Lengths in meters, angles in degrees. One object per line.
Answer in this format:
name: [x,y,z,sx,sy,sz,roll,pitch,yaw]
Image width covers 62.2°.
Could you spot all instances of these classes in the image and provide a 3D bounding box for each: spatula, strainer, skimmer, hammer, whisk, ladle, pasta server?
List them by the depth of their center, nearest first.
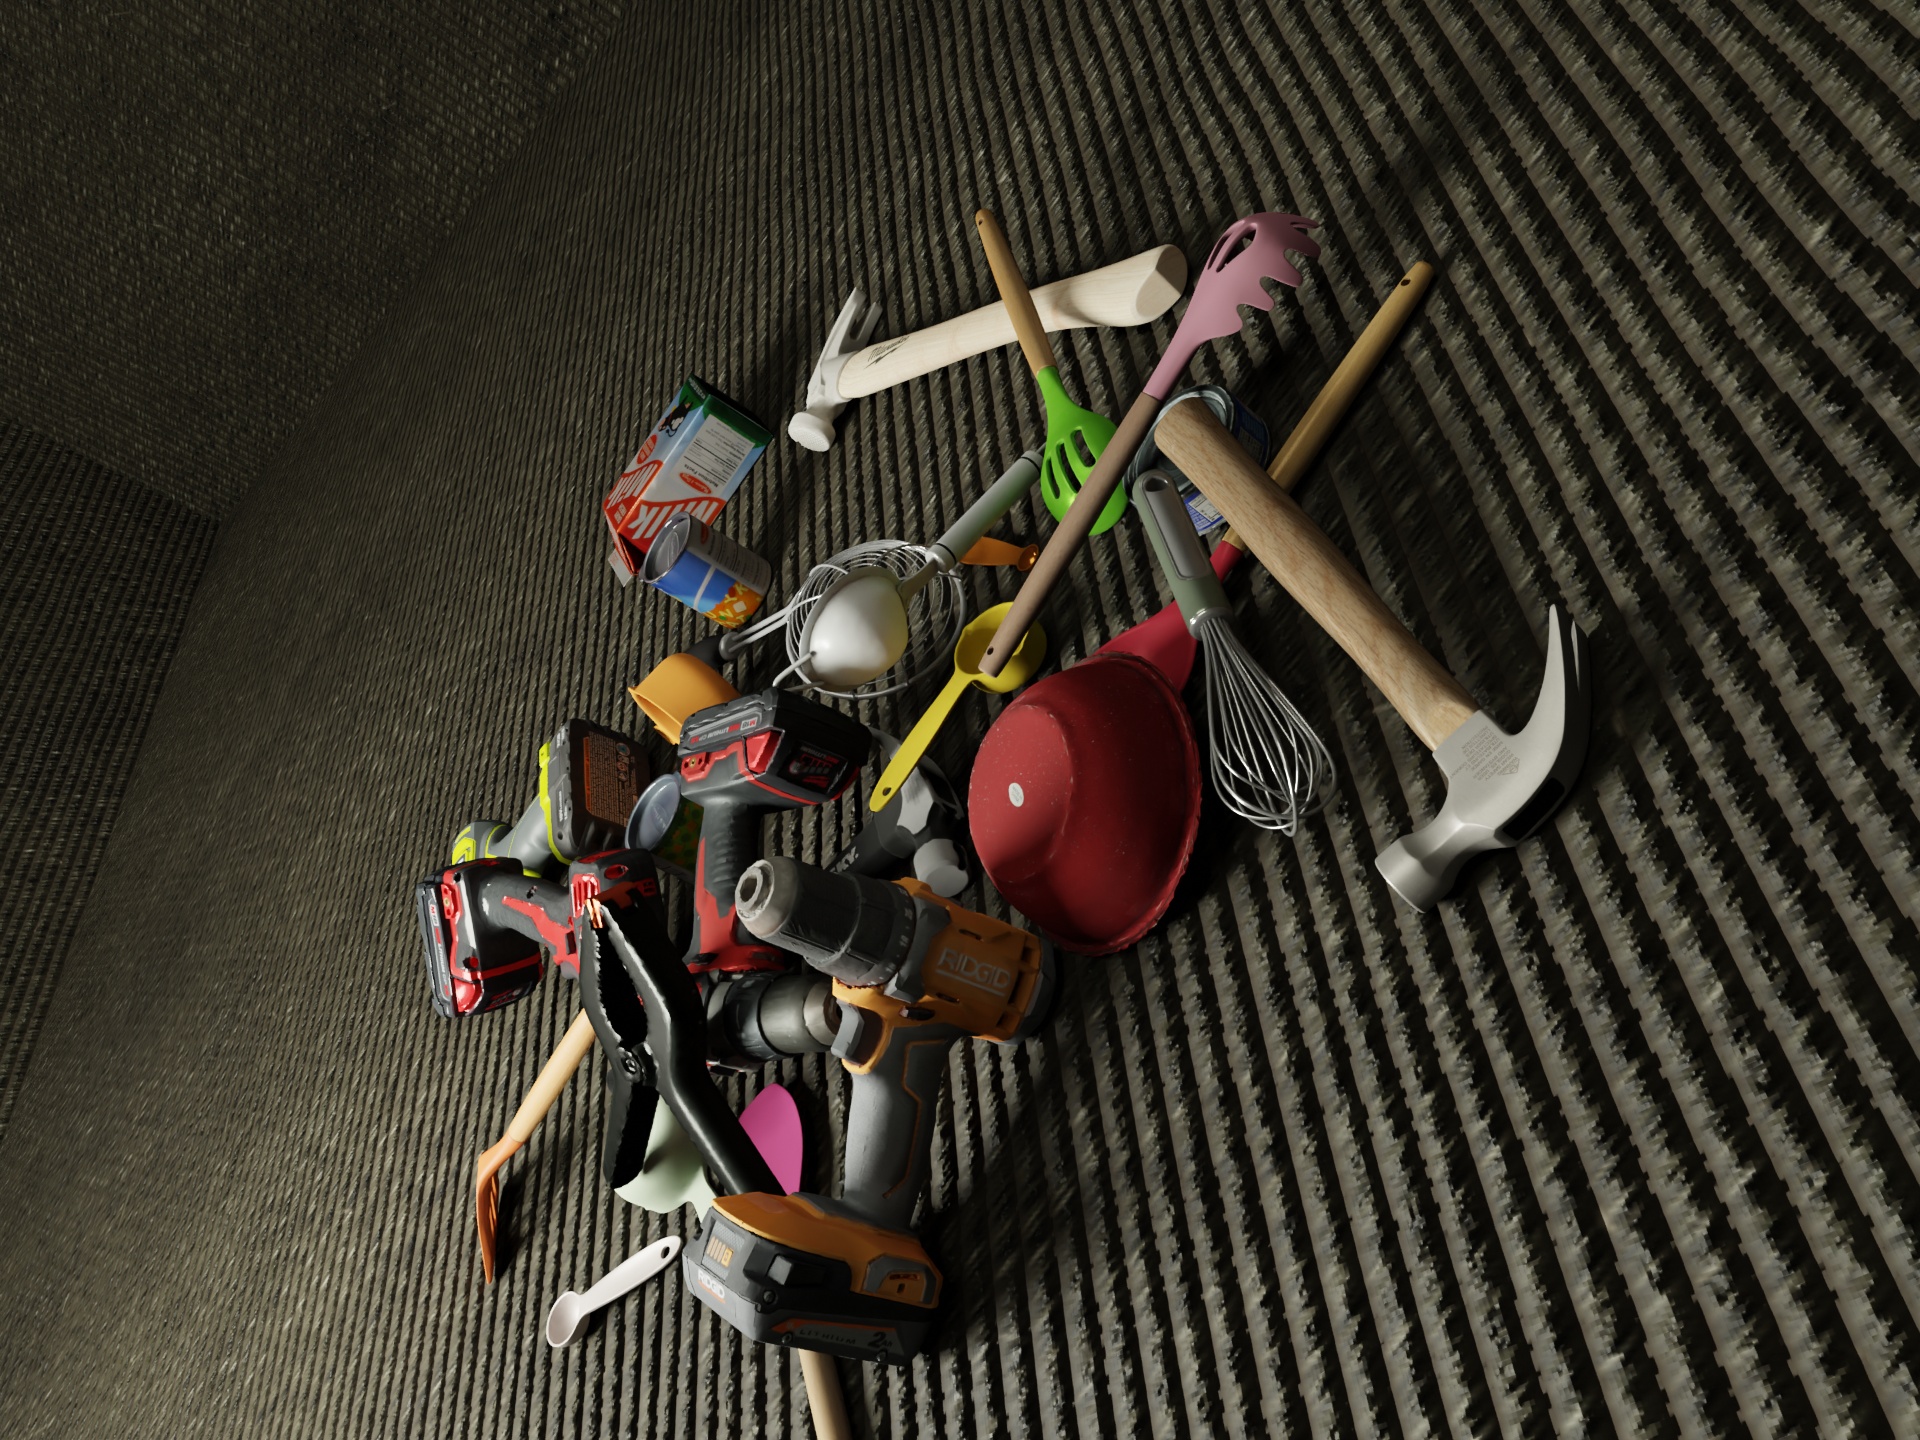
hammer: [0.181,-0.066,0.770,0.130,0.031,0.332,-45,43,16]
whisk: [0.130,-0.044,0.810,0.058,0.059,0.247,-14,51,-2]
ladle: [0.162,-0.117,0.869,0.315,0.031,0.069,-55,43,3]
pasta server: [0.102,-0.158,0.918,0.316,0.040,0.060,-59,34,8]
strainer: [-0.017,-0.098,1.013,0.050,0.086,0.258,26,62,34]
hammer: [-0.123,0.144,1.032,0.334,0.035,0.146,-44,37,22]
spatula: [-0.279,0.265,1.069,0.322,0.041,0.081,-54,31,33]
skimmer: [-0.125,-0.051,1.188,0.363,0.090,0.127,-17,44,59]
hammer: [0.014,-0.299,1.193,0.411,0.038,0.146,-1,63,52]

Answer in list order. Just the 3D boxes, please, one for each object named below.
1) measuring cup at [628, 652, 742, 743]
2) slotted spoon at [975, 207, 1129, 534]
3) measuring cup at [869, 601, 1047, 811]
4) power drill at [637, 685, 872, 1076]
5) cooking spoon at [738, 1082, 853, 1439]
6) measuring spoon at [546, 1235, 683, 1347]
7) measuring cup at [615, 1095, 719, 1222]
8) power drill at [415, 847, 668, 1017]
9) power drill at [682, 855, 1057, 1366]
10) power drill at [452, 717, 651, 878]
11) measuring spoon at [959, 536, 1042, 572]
measuring cup: [-0.209,-0.008,1.237,0.052,0.095,0.173,-49,10,-12]
slotted spoon: [0.050,-0.247,1.064,0.070,0.031,0.314,-43,46,32]
measuring cup: [-0.002,-0.003,0.972,0.156,0.029,0.062,-54,36,-8]
power drill: [-0.116,0.100,0.959,0.188,0.080,0.227,-14,60,46]
cooking spoon: [-0.082,0.322,0.857,0.068,0.017,0.319,-48,35,17]
measuring spoon: [-0.216,0.361,1.009,0.124,0.018,0.034,-37,39,19]
measuring cup: [-0.176,0.287,0.986,0.083,0.038,0.168,-59,31,1]
power drill: [-0.296,0.166,1.158,0.220,0.078,0.143,-4,96,39]
power drill: [-0.059,0.186,0.787,0.084,0.185,0.226,8,74,53]
power drill: [-0.347,0.117,1.310,0.223,0.080,0.171,-42,42,30]
measuring spoon: [0.023,-0.110,1.062,0.117,0.011,0.021,18,80,59]
